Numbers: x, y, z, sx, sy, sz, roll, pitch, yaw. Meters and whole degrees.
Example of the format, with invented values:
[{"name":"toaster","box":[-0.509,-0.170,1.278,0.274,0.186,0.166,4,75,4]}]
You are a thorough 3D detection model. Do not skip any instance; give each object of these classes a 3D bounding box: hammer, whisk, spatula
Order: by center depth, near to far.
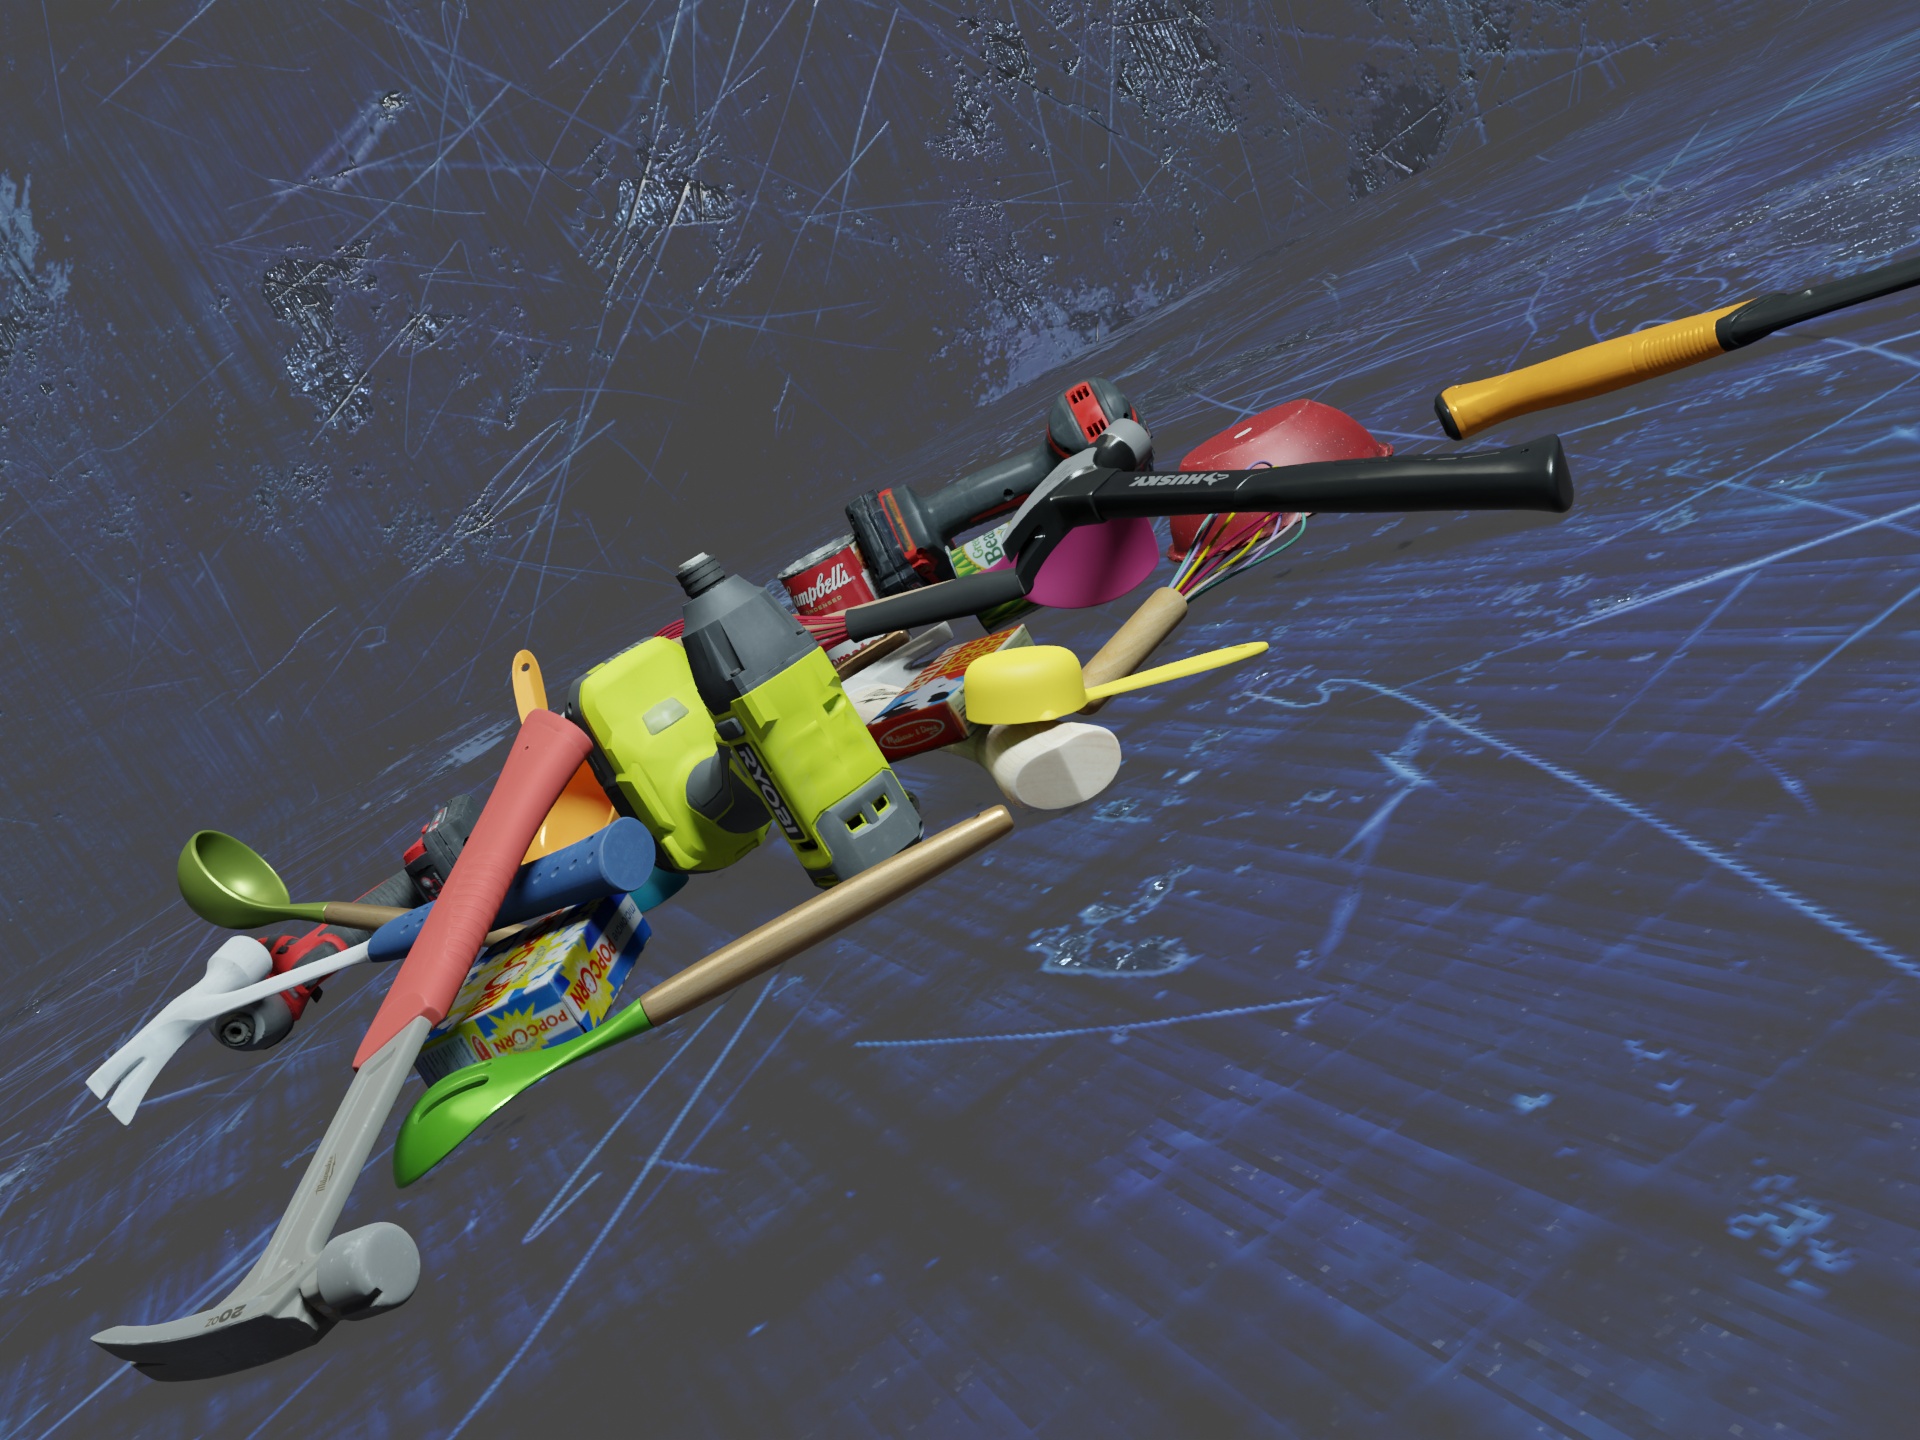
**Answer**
[{"name":"hammer","box":[-0.249,0.121,0.726,0.149,0.036,0.359,-22,32,23]},{"name":"hammer","box":[0.397,-0.206,0.835,0.127,0.034,0.337,-38,16,-32]},{"name":"hammer","box":[0.165,-0.121,0.851,0.335,0.035,0.146,6,43,47]},{"name":"hammer","box":[-0.331,0.132,0.885,0.405,0.035,0.144,-21,22,30]},{"name":"hammer","box":[-0.001,-0.003,0.894,0.146,0.038,0.411,-31,14,-14]},{"name":"whisk","box":[0.130,-0.074,0.895,0.245,0.051,0.047,-45,-1,-38]},{"name":"whisk","box":[-0.091,-0.058,1.074,0.296,0.073,0.073,-14,17,14]},{"name":"spatula","box":[-0.174,0.019,1.107,0.317,0.044,0.082,-33,30,6]}]

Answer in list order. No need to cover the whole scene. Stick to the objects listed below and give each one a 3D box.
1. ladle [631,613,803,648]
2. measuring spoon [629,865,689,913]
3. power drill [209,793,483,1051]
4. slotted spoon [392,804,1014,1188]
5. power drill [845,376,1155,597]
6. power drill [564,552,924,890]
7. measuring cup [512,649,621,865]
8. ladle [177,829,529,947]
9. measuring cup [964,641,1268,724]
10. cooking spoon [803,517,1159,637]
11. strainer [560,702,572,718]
[{"name":"ladle","box":[-0.130,-0.078,1.262,0.069,0.031,0.315,-9,4,44]},{"name":"measuring spoon","box":[-0.208,0.099,0.962,0.042,0.021,0.128,-38,17,-35]},{"name":"power drill","box":[-0.419,0.149,1.107,0.219,0.078,0.143,-33,14,-6]},{"name":"slotted spoon","box":[-0.116,0.116,0.707,0.314,0.031,0.070,-28,10,-4]},{"name":"power drill","box":[0.045,-0.163,1.214,0.226,0.080,0.187,-28,-17,10]},{"name":"power drill","box":[-0.122,0.006,0.823,0.080,0.171,0.223,-36,11,-28]},{"name":"measuring cup","box":[-0.272,0.031,1.078,0.095,0.174,0.052,-23,-30,4]},{"name":"ladle","box":[-0.372,0.112,1.000,0.320,0.078,0.062,3,69,27]},{"name":"measuring cup","box":[0.075,-0.029,0.755,0.156,0.029,0.062,-14,13,-16]},{"name":"cooking spoon","box":[-0.011,-0.087,1.094,0.319,0.068,0.017,-13,12,29]},{"name":"strainer","box":[-0.195,-0.014,1.201,0.340,0.095,0.211,-21,15,34]}]
